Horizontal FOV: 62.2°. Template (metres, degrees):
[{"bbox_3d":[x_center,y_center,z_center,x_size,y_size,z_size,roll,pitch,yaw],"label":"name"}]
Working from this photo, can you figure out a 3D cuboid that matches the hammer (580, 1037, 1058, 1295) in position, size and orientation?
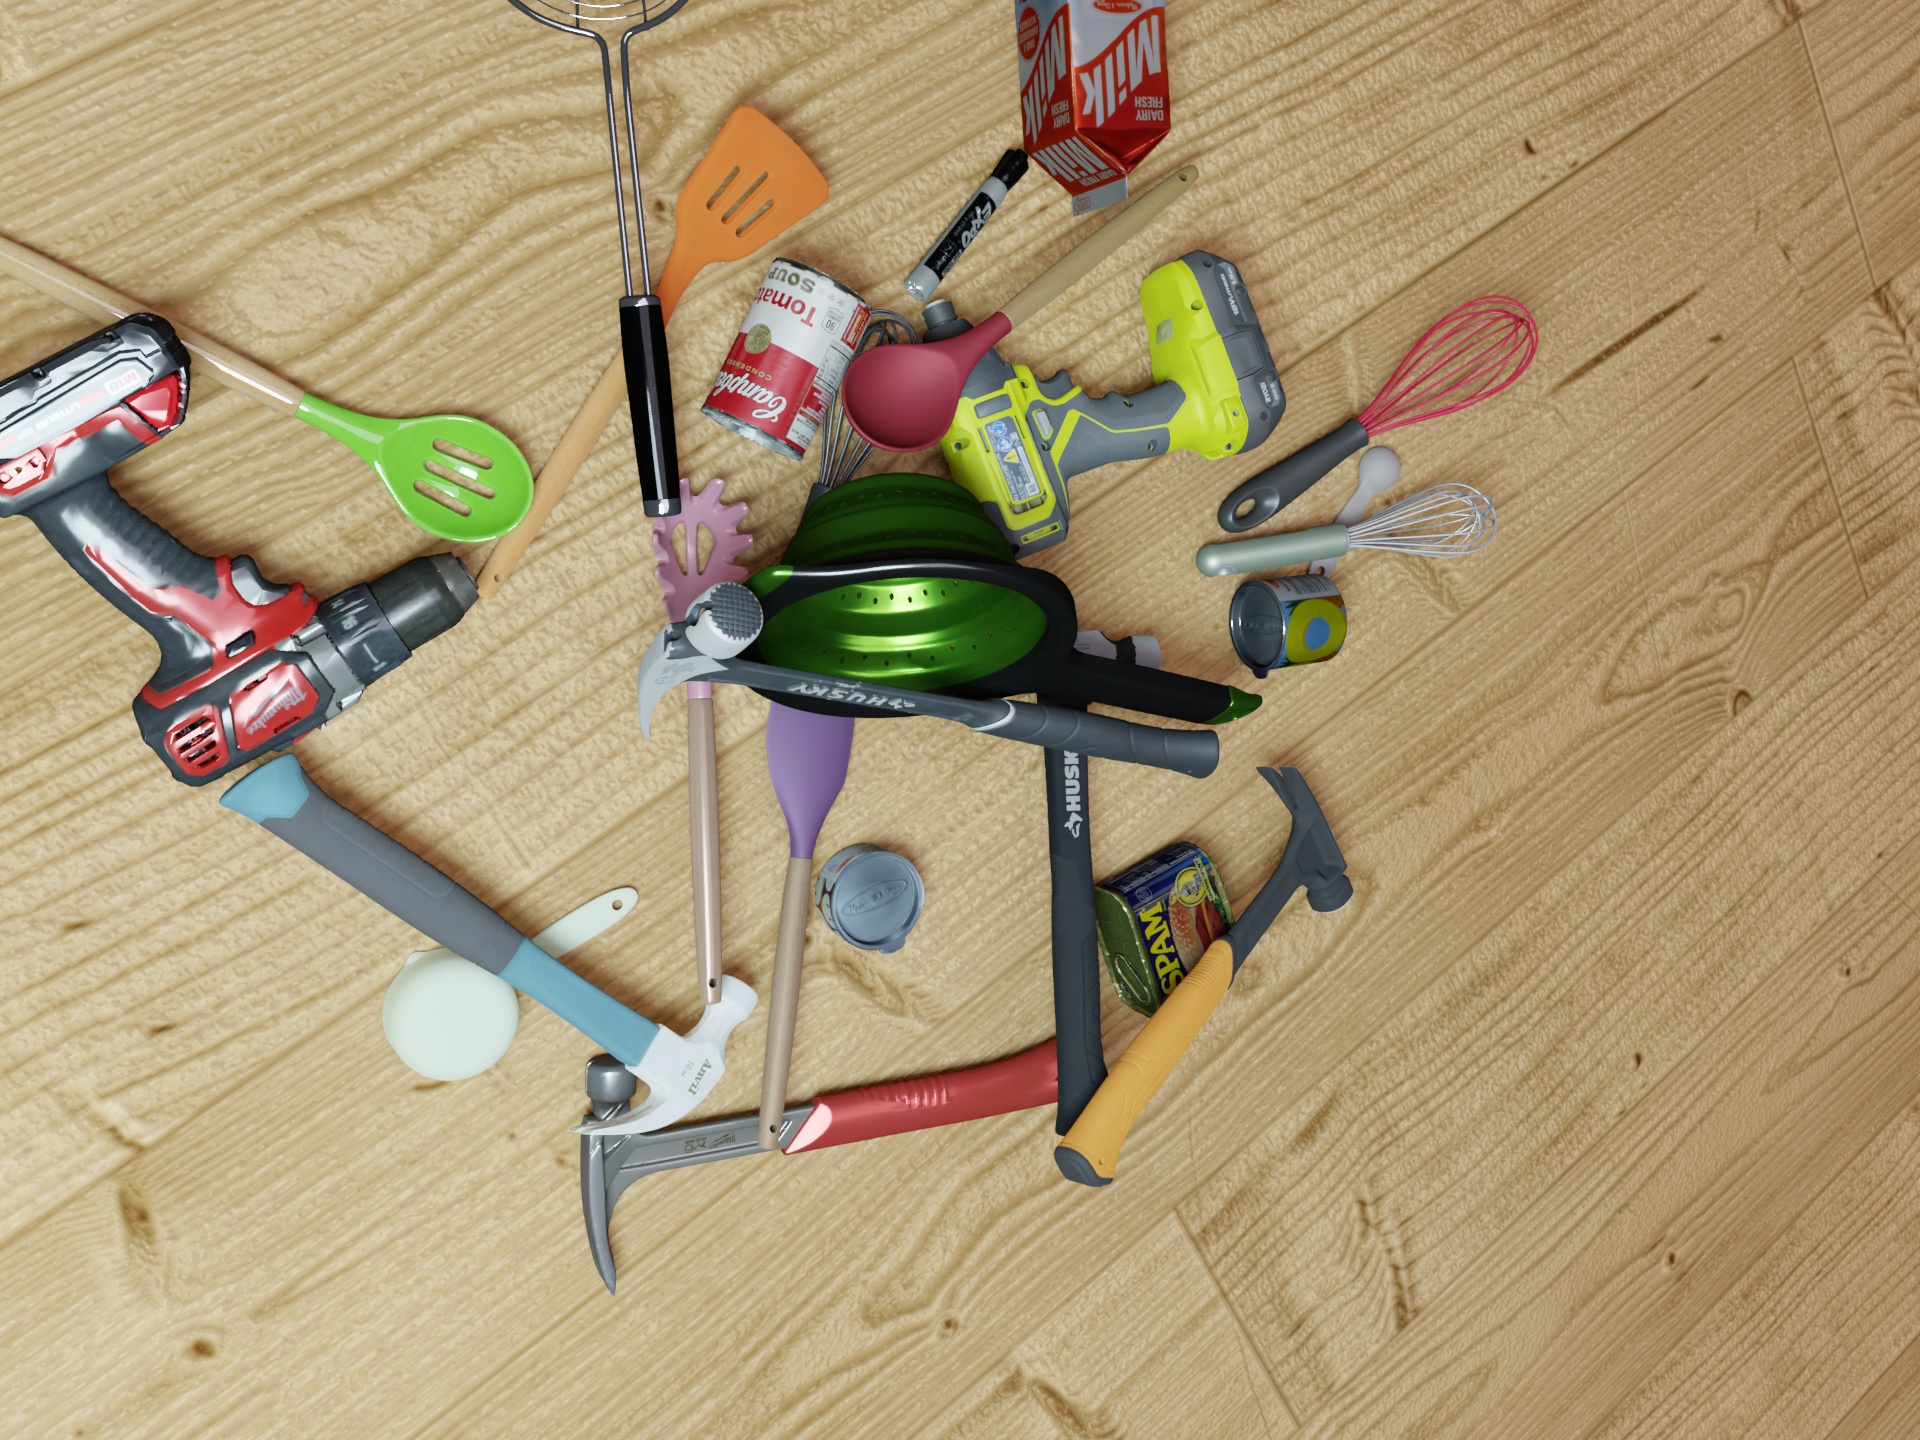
[{"bbox_3d":[-0.072,0.274,1.064,0.359,0.037,0.149,-4,99,-25],"label":"hammer"}]

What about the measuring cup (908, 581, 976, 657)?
[{"bbox_3d":[0.002,-0.102,1.058,0.062,0.029,0.156,27,73,-23],"label":"measuring cup"}]

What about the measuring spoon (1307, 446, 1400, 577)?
[{"bbox_3d":[0.295,-0.151,1.191,0.034,0.018,0.124,35,83,-26],"label":"measuring spoon"}]

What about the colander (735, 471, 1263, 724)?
[{"bbox_3d":[0.030,-0.069,0.983,0.396,0.204,0.095,10,63,-33],"label":"colander"}]

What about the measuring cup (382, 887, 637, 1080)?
[{"bbox_3d":[-0.263,0.152,0.952,0.167,0.038,0.083,-33,110,-17],"label":"measuring cup"}]

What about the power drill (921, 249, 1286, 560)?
[{"bbox_3d":[0.088,-0.219,1.047,0.223,0.080,0.171,-24,96,-18],"label":"power drill"}]

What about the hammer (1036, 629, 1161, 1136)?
[{"bbox_3d":[0.069,0.107,1.065,0.146,0.035,0.335,0,85,-18],"label":"hammer"}]

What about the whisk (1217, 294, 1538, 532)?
[{"bbox_3d":[0.306,-0.223,1.168,0.296,0.073,0.073,-34,111,-11],"label":"whisk"}]

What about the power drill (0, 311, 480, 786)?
[{"bbox_3d":[-0.382,-0.097,0.829,0.188,0.080,0.226,-33,118,-12],"label":"power drill"}]

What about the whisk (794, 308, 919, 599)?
[{"bbox_3d":[-0.080,-0.143,0.999,0.055,0.055,0.239,18,94,-27],"label":"whisk"}]

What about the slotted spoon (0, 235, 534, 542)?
[{"bbox_3d":[-0.380,-0.185,0.856,0.313,0.031,0.070,27,88,-24],"label":"slotted spoon"}]

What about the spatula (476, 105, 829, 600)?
[{"bbox_3d":[-0.192,-0.208,0.935,0.080,0.041,0.322,36,83,-45],"label":"spatula"}]

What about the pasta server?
[{"bbox_3d":[-0.155,0.014,0.962,0.060,0.040,0.316,-2,89,-22],"label":"pasta server"}]

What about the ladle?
[{"bbox_3d":[0.044,-0.265,0.994,0.315,0.031,0.069,-42,95,-21],"label":"ladle"}]

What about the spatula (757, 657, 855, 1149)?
[{"bbox_3d":[-0.107,0.113,1.016,0.059,0.018,0.316,8,85,-26],"label":"spatula"}]

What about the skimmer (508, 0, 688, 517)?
[{"bbox_3d":[-0.183,-0.288,0.854,0.127,0.090,0.363,-5,104,-4],"label":"skimmer"}]

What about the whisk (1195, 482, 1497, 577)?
[{"bbox_3d":[0.285,-0.135,1.166,0.246,0.057,0.059,-11,73,-15],"label":"whisk"}]

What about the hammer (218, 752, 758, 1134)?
[{"bbox_3d":[-0.270,0.126,0.916,0.330,0.033,0.128,41,60,-24],"label":"hammer"}]

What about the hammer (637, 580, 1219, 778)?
[{"bbox_3d":[-0.002,-0.003,0.965,0.408,0.149,0.036,10,64,-33],"label":"hammer"}]

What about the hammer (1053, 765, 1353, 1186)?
[{"bbox_3d":[0.164,0.176,1.081,0.337,0.034,0.127,-46,119,-33],"label":"hammer"}]
